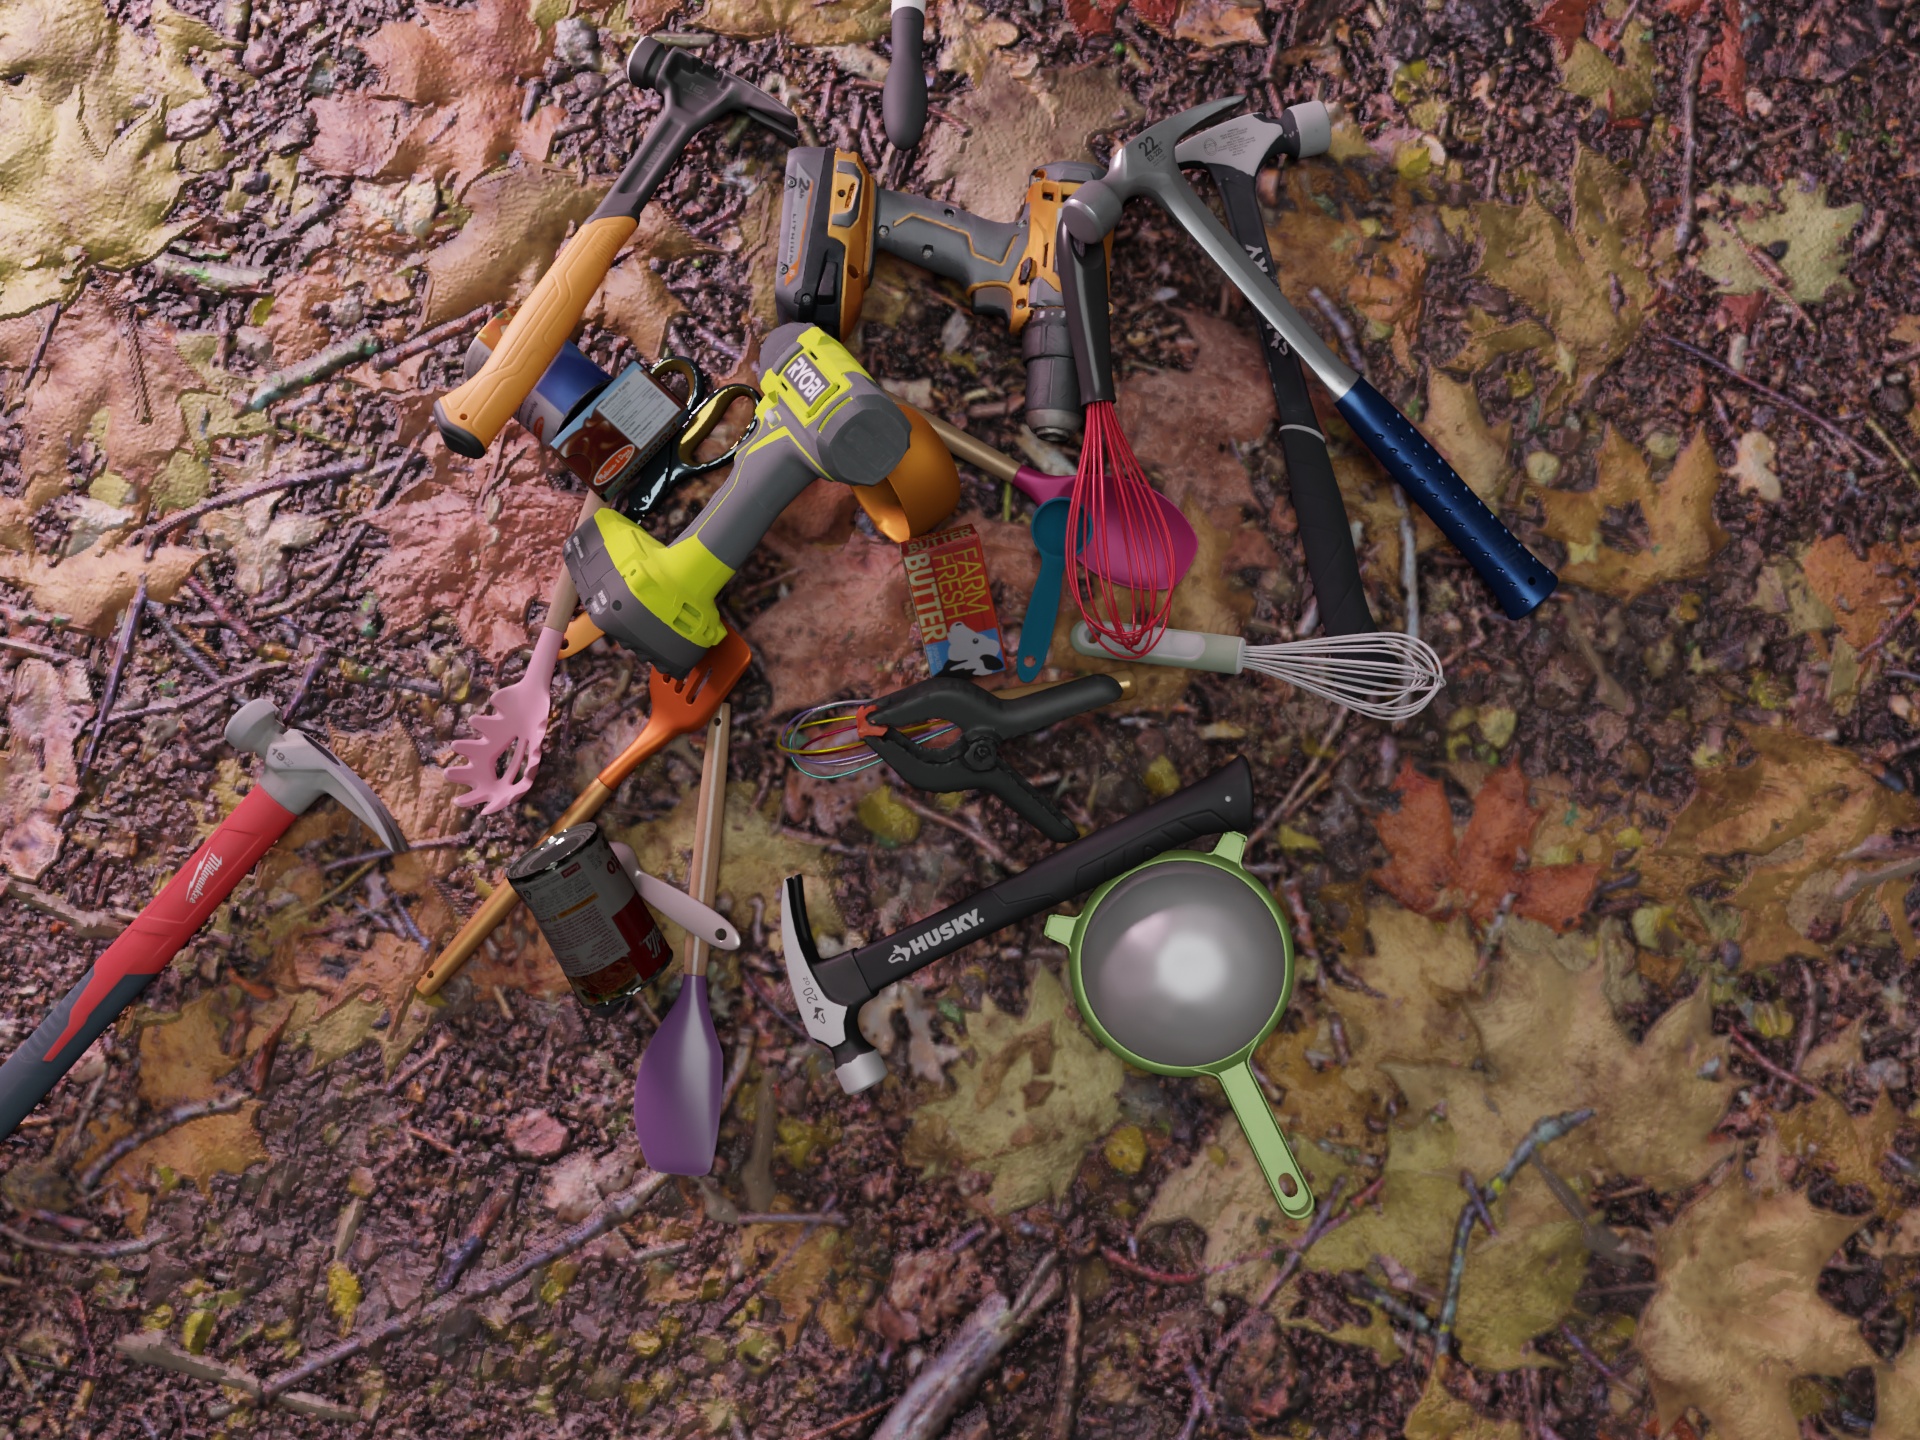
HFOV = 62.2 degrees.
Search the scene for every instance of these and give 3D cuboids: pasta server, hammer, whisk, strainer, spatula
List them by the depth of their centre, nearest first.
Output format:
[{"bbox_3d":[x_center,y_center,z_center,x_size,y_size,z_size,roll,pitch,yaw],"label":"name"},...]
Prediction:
[{"bbox_3d":[0.038,0.108,1.029,0.335,0.035,0.146,-27,85,10],"label":"hammer"},{"bbox_3d":[0.169,0.207,1.030,0.151,0.069,0.256,-25,84,-1],"label":"strainer"},{"bbox_3d":[0.093,-0.186,1.031,0.073,0.073,0.296,-7,89,0],"label":"whisk"},{"bbox_3d":[0.251,-0.230,1.044,0.405,0.035,0.144,46,75,-8],"label":"hammer"},{"bbox_3d":[0.192,-0.041,1.046,0.246,0.059,0.058,8,80,16],"label":"whisk"},{"bbox_3d":[-0.237,-0.308,1.056,0.127,0.034,0.337,27,70,3],"label":"hammer"},{"bbox_3d":[-0.545,0.175,1.061,0.143,0.038,0.386,41,87,2],"label":"hammer"},{"bbox_3d":[-0.259,0.058,1.065,0.081,0.041,0.322,40,88,26],"label":"spatula"},{"bbox_3d":[-0.001,-0.002,1.066,0.245,0.047,0.051,-10,84,-3],"label":"whisk"},{"bbox_3d":[-0.178,0.144,1.067,0.060,0.018,0.316,5,86,5],"label":"spatula"},{"bbox_3d":[-0.268,-0.088,1.071,0.060,0.040,0.316,18,88,15],"label":"pasta server"},{"bbox_3d":[-0.035,-0.509,1.078,0.070,0.070,0.285,1,73,1],"label":"whisk"},{"bbox_3d":[0.223,-0.213,1.084,0.149,0.036,0.409,-13,85,1],"label":"hammer"}]

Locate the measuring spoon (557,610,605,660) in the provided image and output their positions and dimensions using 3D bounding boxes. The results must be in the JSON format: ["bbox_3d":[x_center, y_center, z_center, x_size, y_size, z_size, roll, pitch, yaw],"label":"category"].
[{"bbox_3d":[-0.237,-0.078,1.091,0.117,0.011,0.021,-37,85,-2],"label":"measuring spoon"}]

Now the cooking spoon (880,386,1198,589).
[{"bbox_3d":[0.017,-0.181,1.092,0.319,0.017,0.068,29,102,3],"label":"cooking spoon"}]

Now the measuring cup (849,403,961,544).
[{"bbox_3d":[-0.063,-0.196,1.074,0.052,0.095,0.174,-33,65,-13],"label":"measuring cup"}]

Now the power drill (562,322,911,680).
[{"bbox_3d":[-0.145,-0.149,1.012,0.223,0.080,0.171,-45,41,8],"label":"power drill"}]

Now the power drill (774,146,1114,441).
[{"bbox_3d":[-0.009,-0.289,1.074,0.226,0.084,0.185,5,85,-4],"label":"power drill"}]

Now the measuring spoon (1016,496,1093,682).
[{"bbox_3d":[0.058,-0.089,1.080,0.042,0.021,0.128,13,102,-4],"label":"measuring spoon"}]

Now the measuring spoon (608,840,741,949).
[{"bbox_3d":[-0.198,0.119,1.056,0.124,0.018,0.034,29,93,17],"label":"measuring spoon"}]
